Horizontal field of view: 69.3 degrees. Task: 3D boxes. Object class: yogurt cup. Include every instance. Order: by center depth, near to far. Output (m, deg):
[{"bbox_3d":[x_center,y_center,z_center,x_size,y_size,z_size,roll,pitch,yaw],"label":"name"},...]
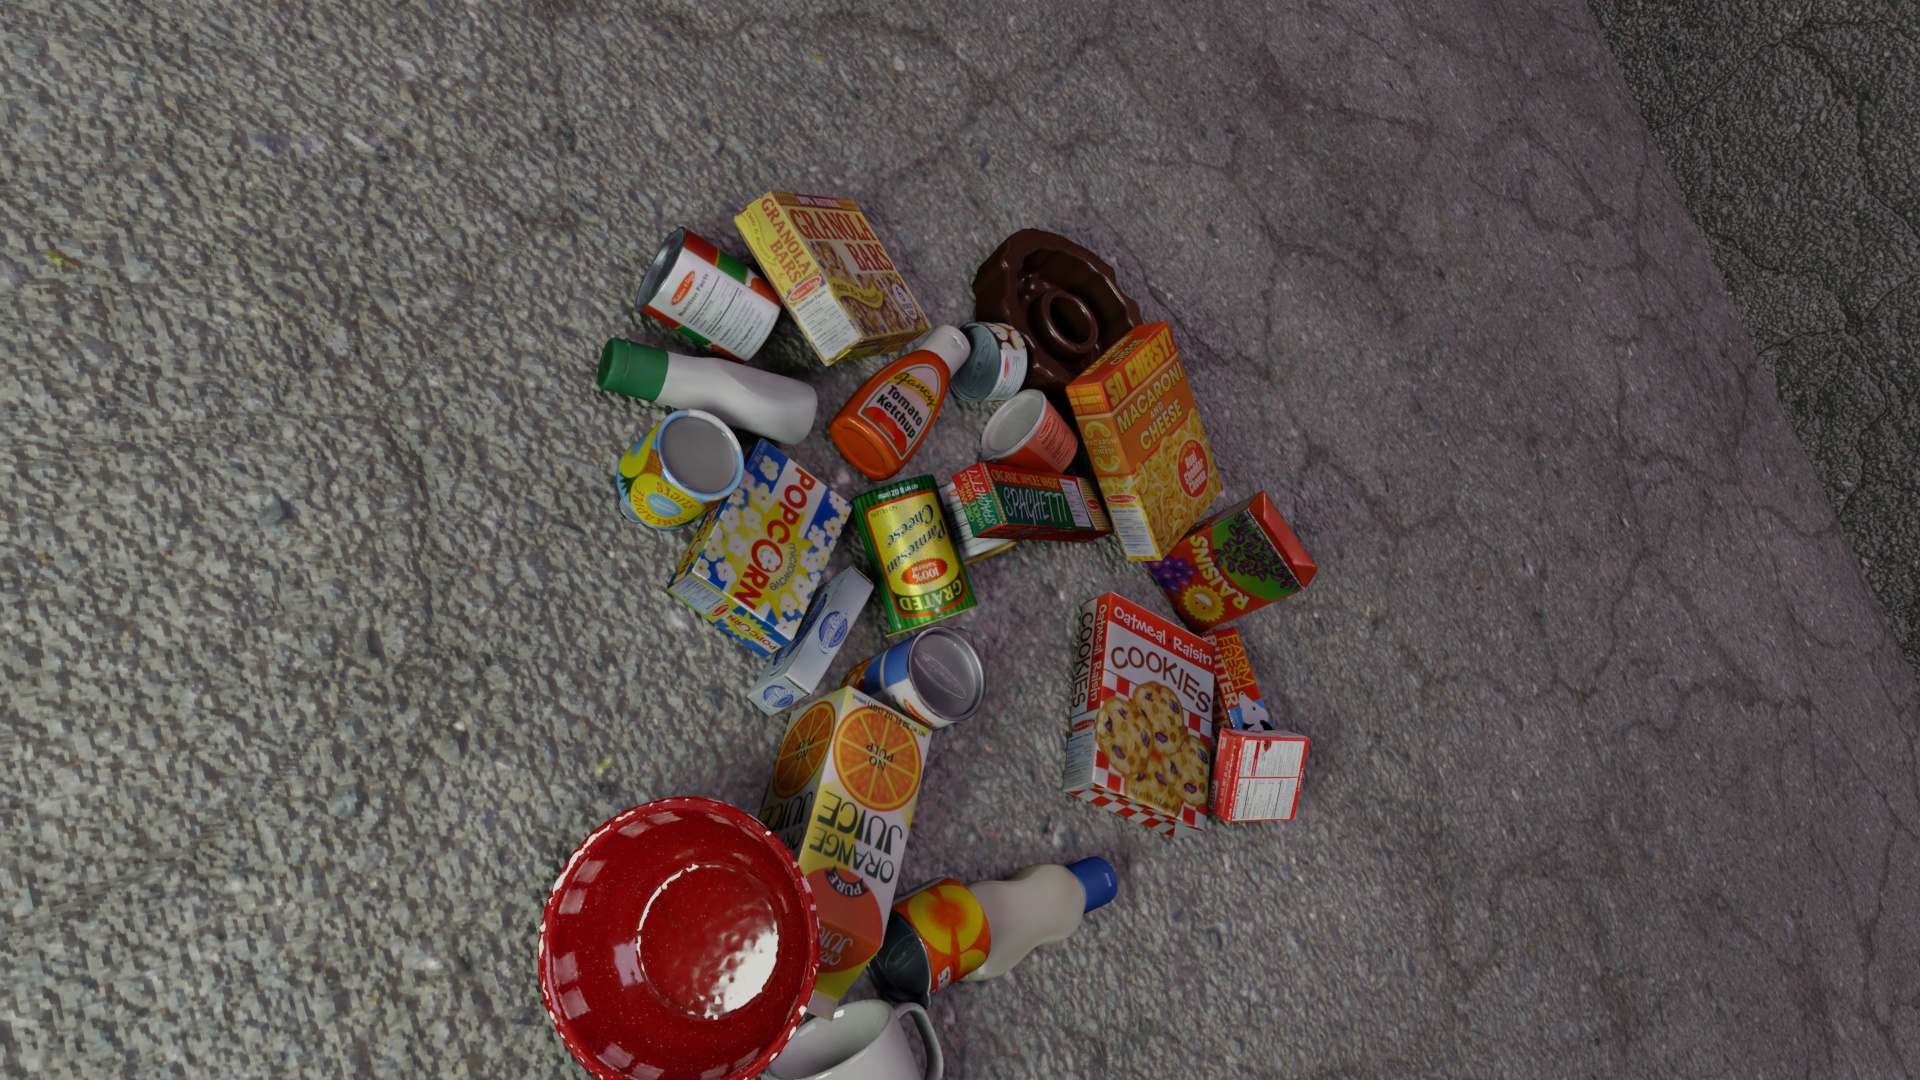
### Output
[{"bbox_3d":[0.059,-0.083,1.144,0.054,0.072,0.073,39,49,-31],"label":"yogurt cup"}]

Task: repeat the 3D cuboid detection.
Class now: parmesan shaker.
[{"bbox_3d":[-0.037,0.011,1.006,0.071,0.071,0.103,-17,87,-44],"label":"parmesan shaker"}]

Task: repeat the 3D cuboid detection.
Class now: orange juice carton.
[{"bbox_3d":[-0.085,0.196,0.874,0.072,0.072,0.194,32,52,-25],"label":"orange juice carton"}]

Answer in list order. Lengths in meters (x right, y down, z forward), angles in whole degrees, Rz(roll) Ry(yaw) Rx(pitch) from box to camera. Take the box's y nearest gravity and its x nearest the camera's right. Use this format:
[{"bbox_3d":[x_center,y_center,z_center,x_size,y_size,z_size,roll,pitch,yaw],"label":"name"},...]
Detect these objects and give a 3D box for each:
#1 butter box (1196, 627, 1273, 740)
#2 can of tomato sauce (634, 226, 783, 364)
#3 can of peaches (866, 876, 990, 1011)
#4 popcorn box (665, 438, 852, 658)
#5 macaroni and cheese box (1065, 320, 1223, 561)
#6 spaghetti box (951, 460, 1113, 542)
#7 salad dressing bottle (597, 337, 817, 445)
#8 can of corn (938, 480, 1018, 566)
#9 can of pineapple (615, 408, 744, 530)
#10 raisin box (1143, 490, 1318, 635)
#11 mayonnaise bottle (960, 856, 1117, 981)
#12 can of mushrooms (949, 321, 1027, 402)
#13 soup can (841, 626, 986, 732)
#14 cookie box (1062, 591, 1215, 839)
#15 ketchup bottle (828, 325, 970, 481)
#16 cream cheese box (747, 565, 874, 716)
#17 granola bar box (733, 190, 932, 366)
[{"bbox_3d":[0.235,0.130,1.213,0.053,0.024,0.103,-8,75,-43],"label":"butter box"},{"bbox_3d":[-0.178,-0.173,0.985,0.083,0.071,0.071,29,53,-28],"label":"can of tomato sauce"},{"bbox_3d":[-0.021,0.261,0.900,0.058,0.071,0.071,-16,80,-45],"label":"can of peaches"},{"bbox_3d":[-0.135,0.003,0.951,0.085,0.038,0.127,38,49,-21],"label":"popcorn box"},{"bbox_3d":[0.158,-0.084,1.181,0.124,0.040,0.166,-43,119,-42],"label":"macaroni and cheese box"},{"bbox_3d":[0.061,-0.027,1.072,0.250,0.028,0.050,2,66,-66],"label":"spaghetti box"},{"bbox_3d":[-0.175,-0.105,0.963,0.148,0.043,0.064,13,22,-29],"label":"salad dressing bottle"},{"bbox_3d":[0.004,-0.013,1.061,0.071,0.071,0.058,-16,81,-44],"label":"can of corn"},{"bbox_3d":[-0.186,-0.045,0.918,0.071,0.057,0.071,19,58,-33],"label":"can of pineapple"},{"bbox_3d":[0.230,0.022,1.194,0.086,0.123,0.040,54,44,-6],"label":"raisin box"},{"bbox_3d":[0.050,0.260,0.981,0.148,0.041,0.065,-8,76,-43],"label":"mayonnaise bottle"},{"bbox_3d":[0.020,-0.147,1.141,0.033,0.070,0.071,-5,72,-41],"label":"can of mushrooms"},{"bbox_3d":[-0.032,0.101,0.958,0.071,0.083,0.071,19,58,-33],"label":"soup can"},{"bbox_3d":[0.146,0.140,1.123,0.123,0.040,0.168,28,54,-28],"label":"cookie box"},{"bbox_3d":[-0.041,-0.113,1.081,0.064,0.043,0.149,47,49,-15],"label":"ketchup bottle"},{"bbox_3d":[-0.100,0.068,0.938,0.024,0.053,0.104,41,48,-15],"label":"cream cheese box"},{"bbox_3d":[-0.092,-0.197,1.042,0.124,0.039,0.166,58,19,-1],"label":"granola bar box"}]
